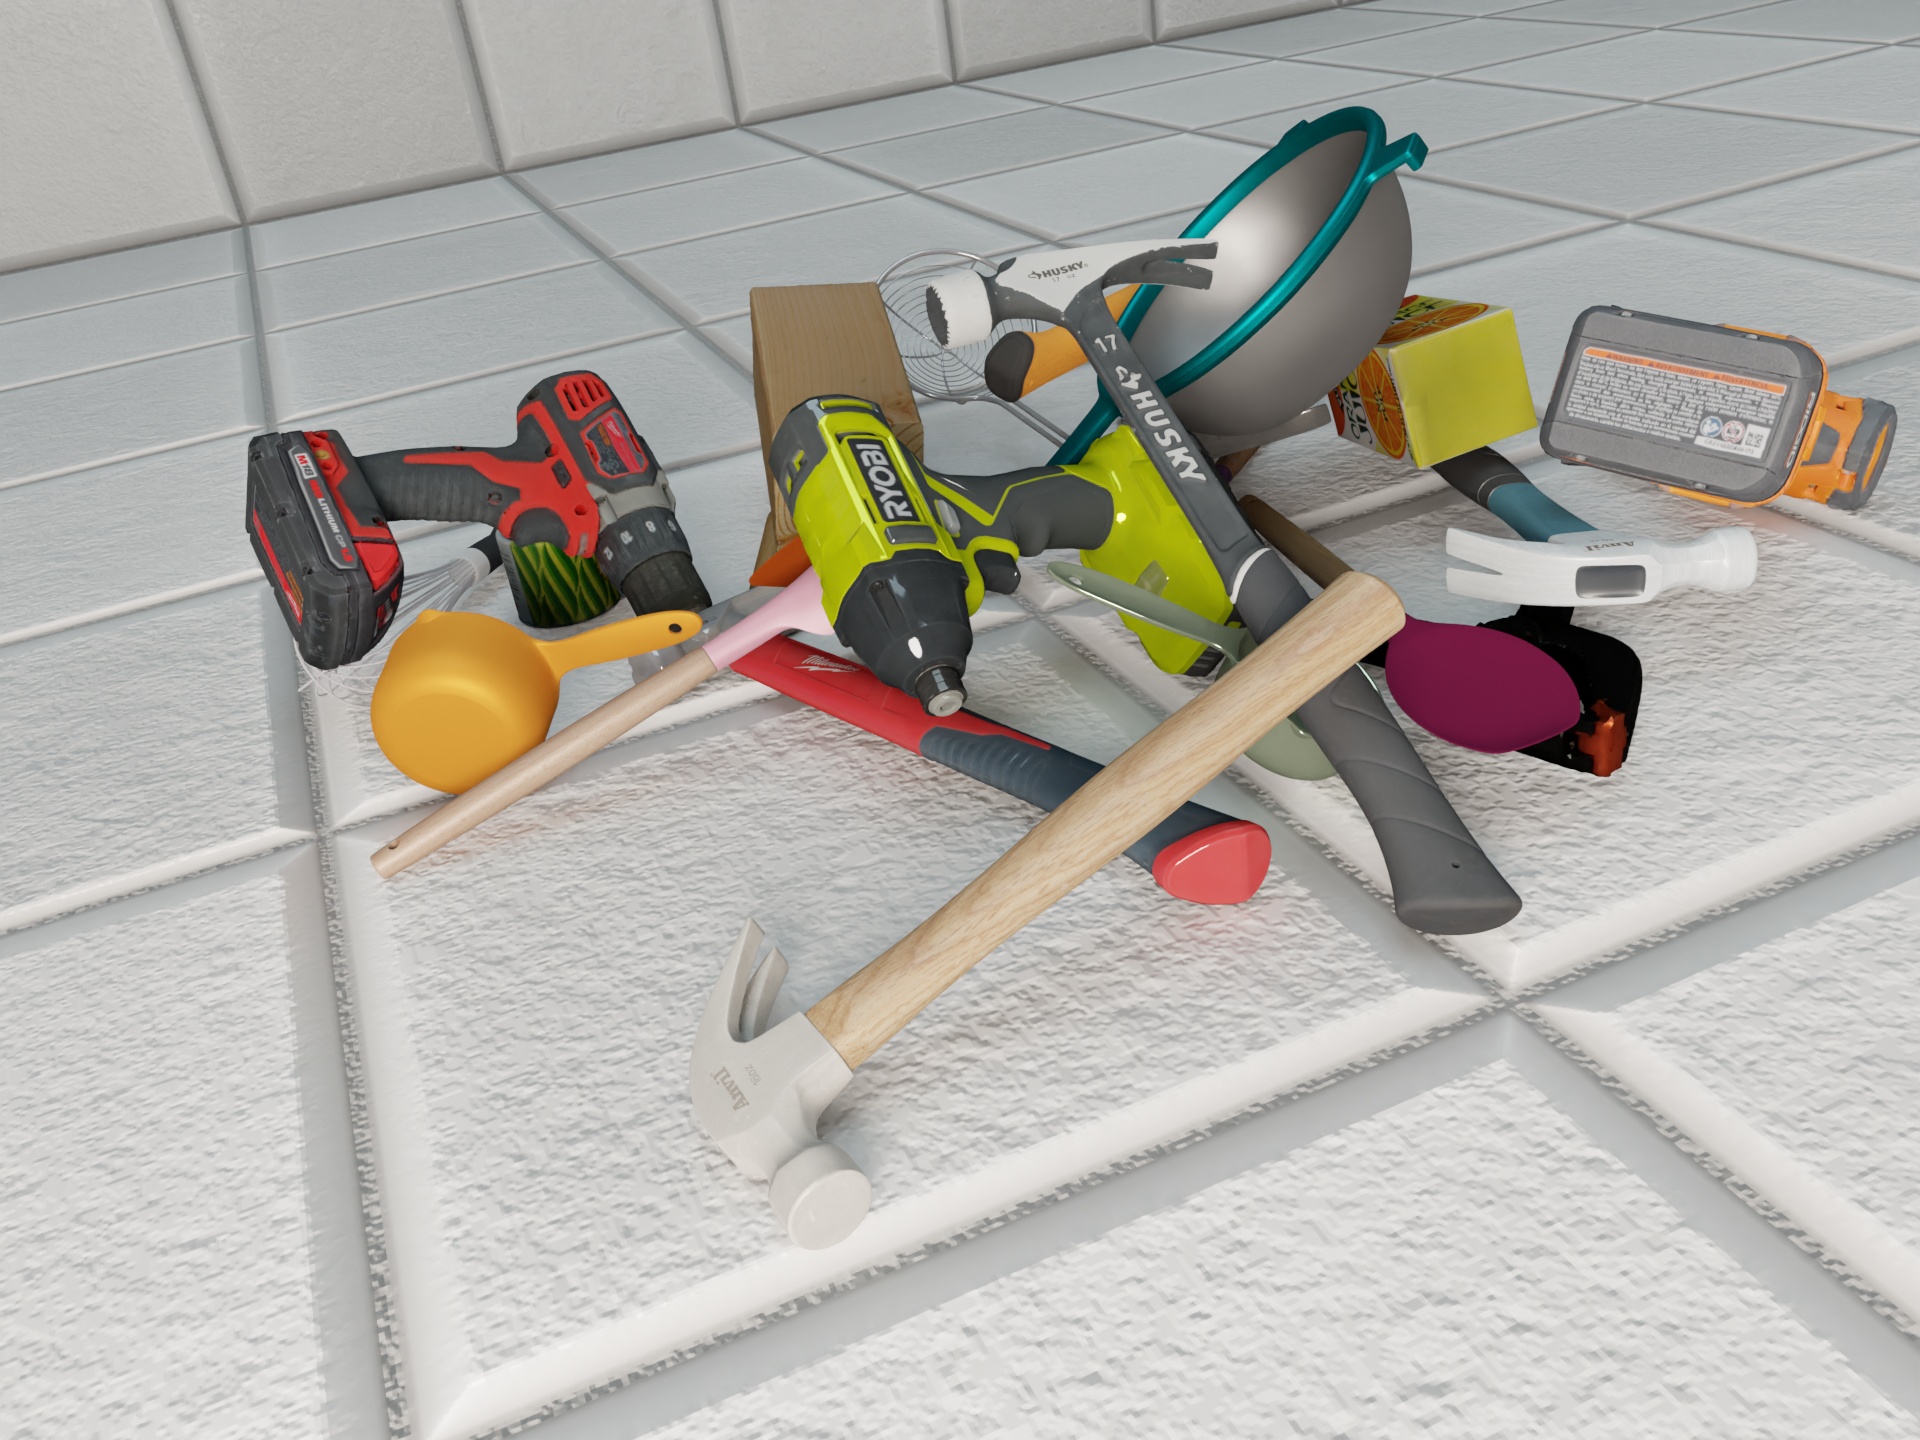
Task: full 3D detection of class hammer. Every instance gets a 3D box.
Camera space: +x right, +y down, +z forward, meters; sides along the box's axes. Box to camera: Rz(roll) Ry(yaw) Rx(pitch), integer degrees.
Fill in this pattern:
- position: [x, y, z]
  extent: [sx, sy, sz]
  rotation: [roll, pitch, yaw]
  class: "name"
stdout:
- position: [0.141, -0.289, 1.082]
  extent: [0.337, 0.127, 0.034]
  rotation: [-34, 61, -31]
  class: "hammer"
- position: [0.039, 0.047, 0.600]
  extent: [0.331, 0.031, 0.130]
  rotation: [-38, 37, -14]
  class: "hammer"
- position: [0.125, -0.080, 0.710]
  extent: [0.149, 0.036, 0.409]
  rotation: [-18, 58, -13]
  class: "hammer"
- position: [-0.001, -0.003, 0.783]
  extent: [0.143, 0.038, 0.387]
  rotation: [-28, 35, -34]
  class: "hammer"
- position: [0.306, -0.126, 0.887]
  extent: [0.128, 0.033, 0.331]
  rotation: [-6, 22, 3]
  class: "hammer"
- position: [0.214, -0.264, 1.165]
  extent: [0.149, 0.036, 0.359]
  rotation: [-14, 23, 26]
  class: "hammer"

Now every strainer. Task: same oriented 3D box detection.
- position: [0.141, -0.189, 0.921]
  extent: [0.340, 0.095, 0.211]
  rotation: [-49, 20, 12]
  class: "strainer"

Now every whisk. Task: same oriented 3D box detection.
- position: [-0.326, -0.085, 1.000]
  extent: [0.070, 0.070, 0.285]
  rotation: [0, 26, 14]
  class: "whisk"
- position: [-0.111, -0.141, 1.058]
  extent: [0.051, 0.047, 0.245]
  rotation: [-13, 33, 10]
  class: "whisk"

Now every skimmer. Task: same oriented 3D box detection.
- position: [0.047, -0.227, 1.067]
  extent: [0.127, 0.090, 0.364]
  rotation: [-21, 36, -15]
  class: "skimmer"

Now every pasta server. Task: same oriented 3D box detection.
- position: [-0.144, -0.010, 0.786]
  extent: [0.316, 0.040, 0.060]
  rotation: [-33, 40, -11]
  class: "pasta server"

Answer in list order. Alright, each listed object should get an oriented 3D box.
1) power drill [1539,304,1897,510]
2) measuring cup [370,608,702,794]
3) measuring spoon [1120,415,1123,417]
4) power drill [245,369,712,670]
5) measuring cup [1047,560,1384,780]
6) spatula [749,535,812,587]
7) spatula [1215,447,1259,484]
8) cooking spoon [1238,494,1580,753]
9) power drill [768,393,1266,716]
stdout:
- position: [0.394, -0.164, 0.854]
  extent: [0.164, 0.084, 0.226]
  rotation: [23, 17, 35]
  class: "power drill"
- position: [-0.211, -0.015, 0.791]
  extent: [0.173, 0.095, 0.052]
  rotation: [-15, 36, 12]
  class: "measuring cup"
- position: [0.156, -0.252, 1.200]
  extent: [0.021, 0.042, 0.128]
  rotation: [44, 39, 10]
  class: "measuring spoon"
- position: [-0.262, -0.099, 0.896]
  extent: [0.226, 0.080, 0.188]
  rotation: [-19, 71, -33]
  class: "power drill"
- position: [0.110, -0.025, 0.725]
  extent: [0.167, 0.038, 0.083]
  rotation: [24, 39, -1]
  class: "measuring cup"
- position: [-0.007, -0.125, 0.948]
  extent: [0.081, 0.041, 0.322]
  rotation: [-32, 3, 32]
  class: "spatula"
- position: [0.179, -0.173, 1.058]
  extent: [0.060, 0.018, 0.316]
  rotation: [7, 34, 27]
  class: "spatula"
- position: [0.201, -0.058, 0.783]
  extent: [0.069, 0.017, 0.319]
  rotation: [-21, 28, -3]
  class: "cooking spoon"
- position: [0.034, -0.078, 0.774]
  extent: [0.223, 0.080, 0.171]
  rotation: [-4, 55, -31]
  class: "power drill"
